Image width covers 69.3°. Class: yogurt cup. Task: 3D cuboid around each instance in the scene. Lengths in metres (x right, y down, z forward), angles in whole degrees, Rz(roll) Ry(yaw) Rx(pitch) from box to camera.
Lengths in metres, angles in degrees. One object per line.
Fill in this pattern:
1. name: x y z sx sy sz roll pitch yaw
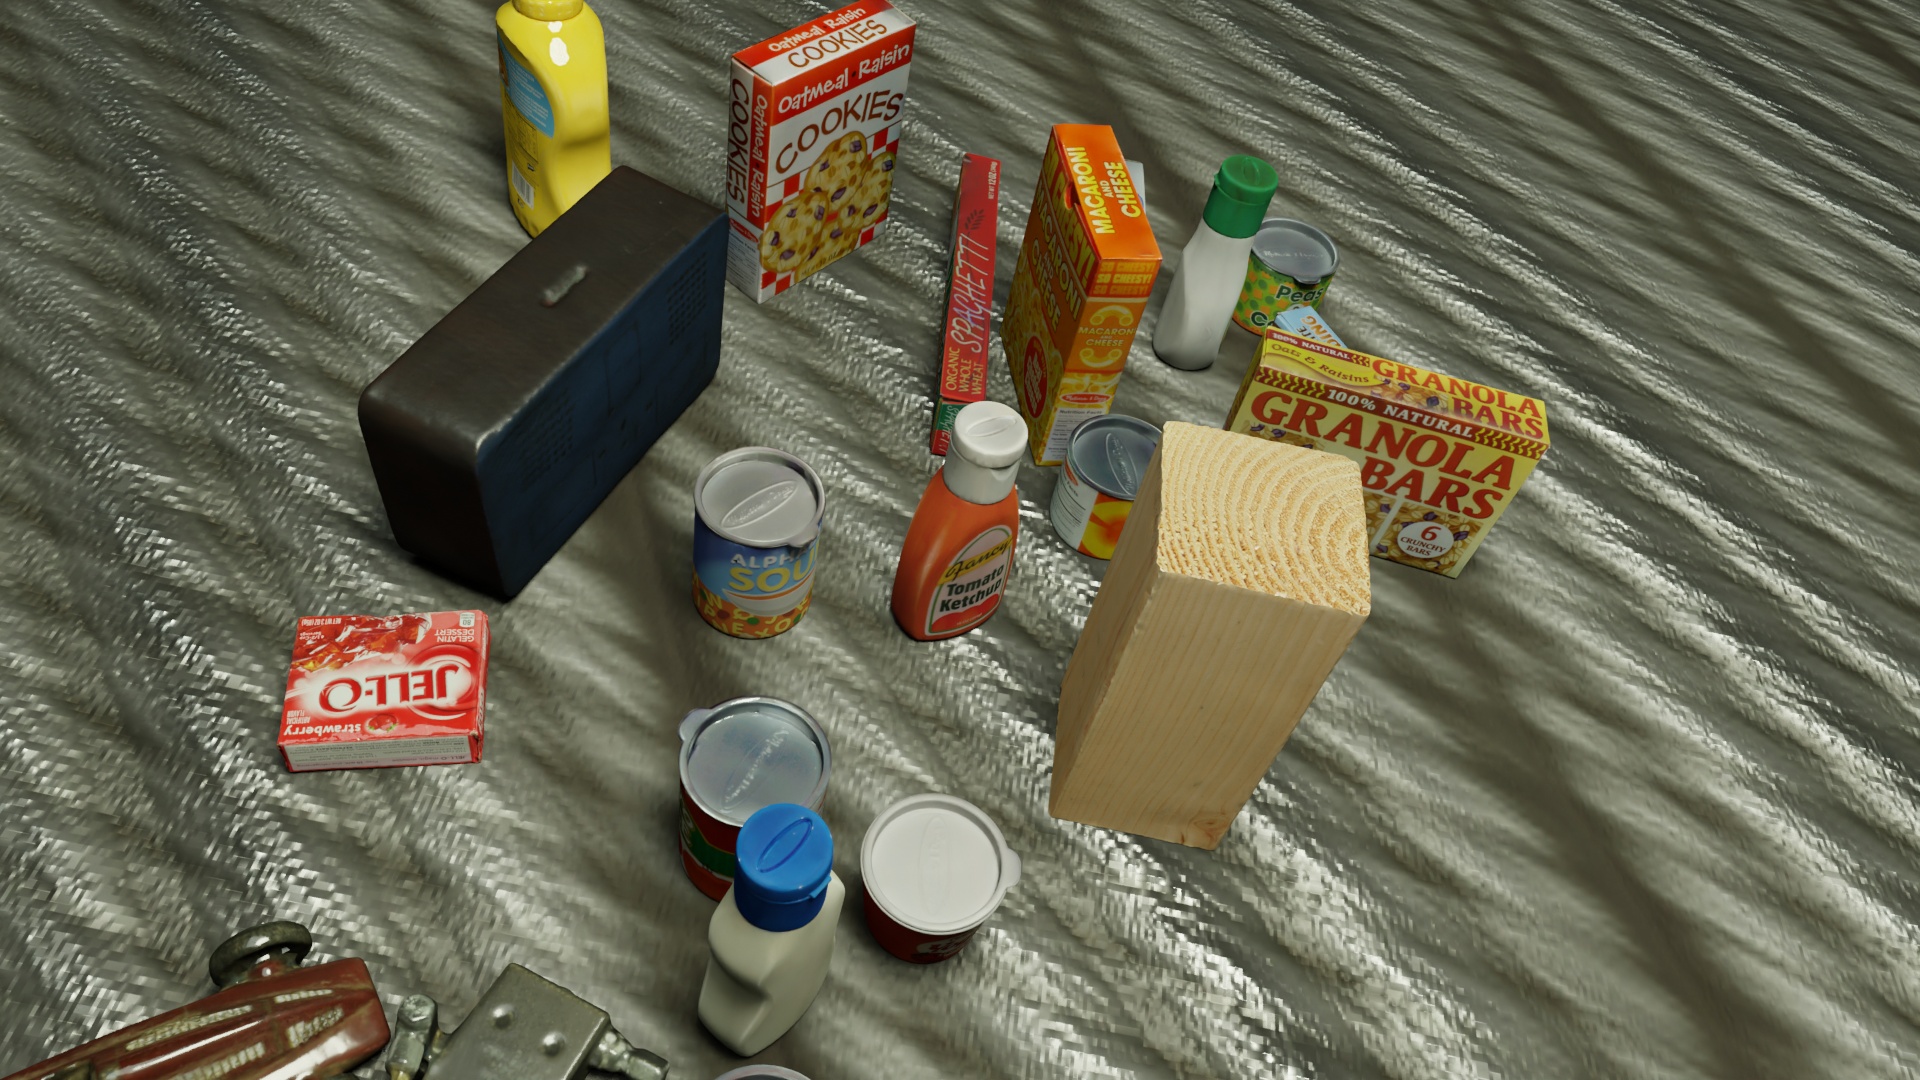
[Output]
1. yogurt cup: -0.015 0.159 0.640 0.072 0.053 0.073 6 50 -7

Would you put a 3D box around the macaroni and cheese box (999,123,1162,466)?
1. macaroni and cheese box: 0.067 -0.145 0.836 0.040 0.165 0.124 -2 51 -13

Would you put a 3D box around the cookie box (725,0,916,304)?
1. cookie box: -0.093 -0.249 0.889 0.040 0.166 0.123 38 54 19

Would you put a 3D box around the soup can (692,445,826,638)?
1. soup can: -0.106 0.004 0.730 0.071 0.083 0.072 6 50 -7

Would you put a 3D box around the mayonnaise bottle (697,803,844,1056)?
1. mayonnaise bottle: -0.076 0.157 0.567 0.041 0.147 0.065 35 53 17

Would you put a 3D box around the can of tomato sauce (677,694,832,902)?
1. can of tomato sauce: -0.097 0.120 0.636 0.071 0.082 0.071 6 50 -7

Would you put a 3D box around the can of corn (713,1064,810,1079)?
1. can of corn: -0.081 0.252 0.546 0.071 0.058 0.071 6 50 -7

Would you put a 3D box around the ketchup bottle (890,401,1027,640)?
1. ketchup bottle: 0.003 -0.009 0.722 0.065 0.148 0.044 -21 58 -26

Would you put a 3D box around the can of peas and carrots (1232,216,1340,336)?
1. can of peas and carrots: 0.224 -0.182 0.971 0.071 0.058 0.071 6 50 -7

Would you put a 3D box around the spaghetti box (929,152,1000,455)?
1. spaghetti box: 0.004 -0.160 0.912 0.029 0.049 0.251 8 50 -5

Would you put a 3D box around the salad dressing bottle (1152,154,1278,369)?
1. salad dressing bottle: 0.164 -0.177 0.896 0.044 0.146 0.064 8 50 -5

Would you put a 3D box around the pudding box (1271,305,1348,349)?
1. pudding box: 0.235 -0.110 0.919 0.030 0.049 0.084 -17 56 -24

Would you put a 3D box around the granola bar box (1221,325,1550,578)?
1. granola bar box: 0.239 -0.050 0.821 0.166 0.123 0.039 16 50 1

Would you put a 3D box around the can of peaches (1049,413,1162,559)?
1. can of peaches: 0.092 -0.031 0.818 0.071 0.057 0.071 6 50 -7

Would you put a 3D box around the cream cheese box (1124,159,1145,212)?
1. cream cheese box: 0.112 -0.217 0.980 0.024 0.053 0.104 9 50 -5
